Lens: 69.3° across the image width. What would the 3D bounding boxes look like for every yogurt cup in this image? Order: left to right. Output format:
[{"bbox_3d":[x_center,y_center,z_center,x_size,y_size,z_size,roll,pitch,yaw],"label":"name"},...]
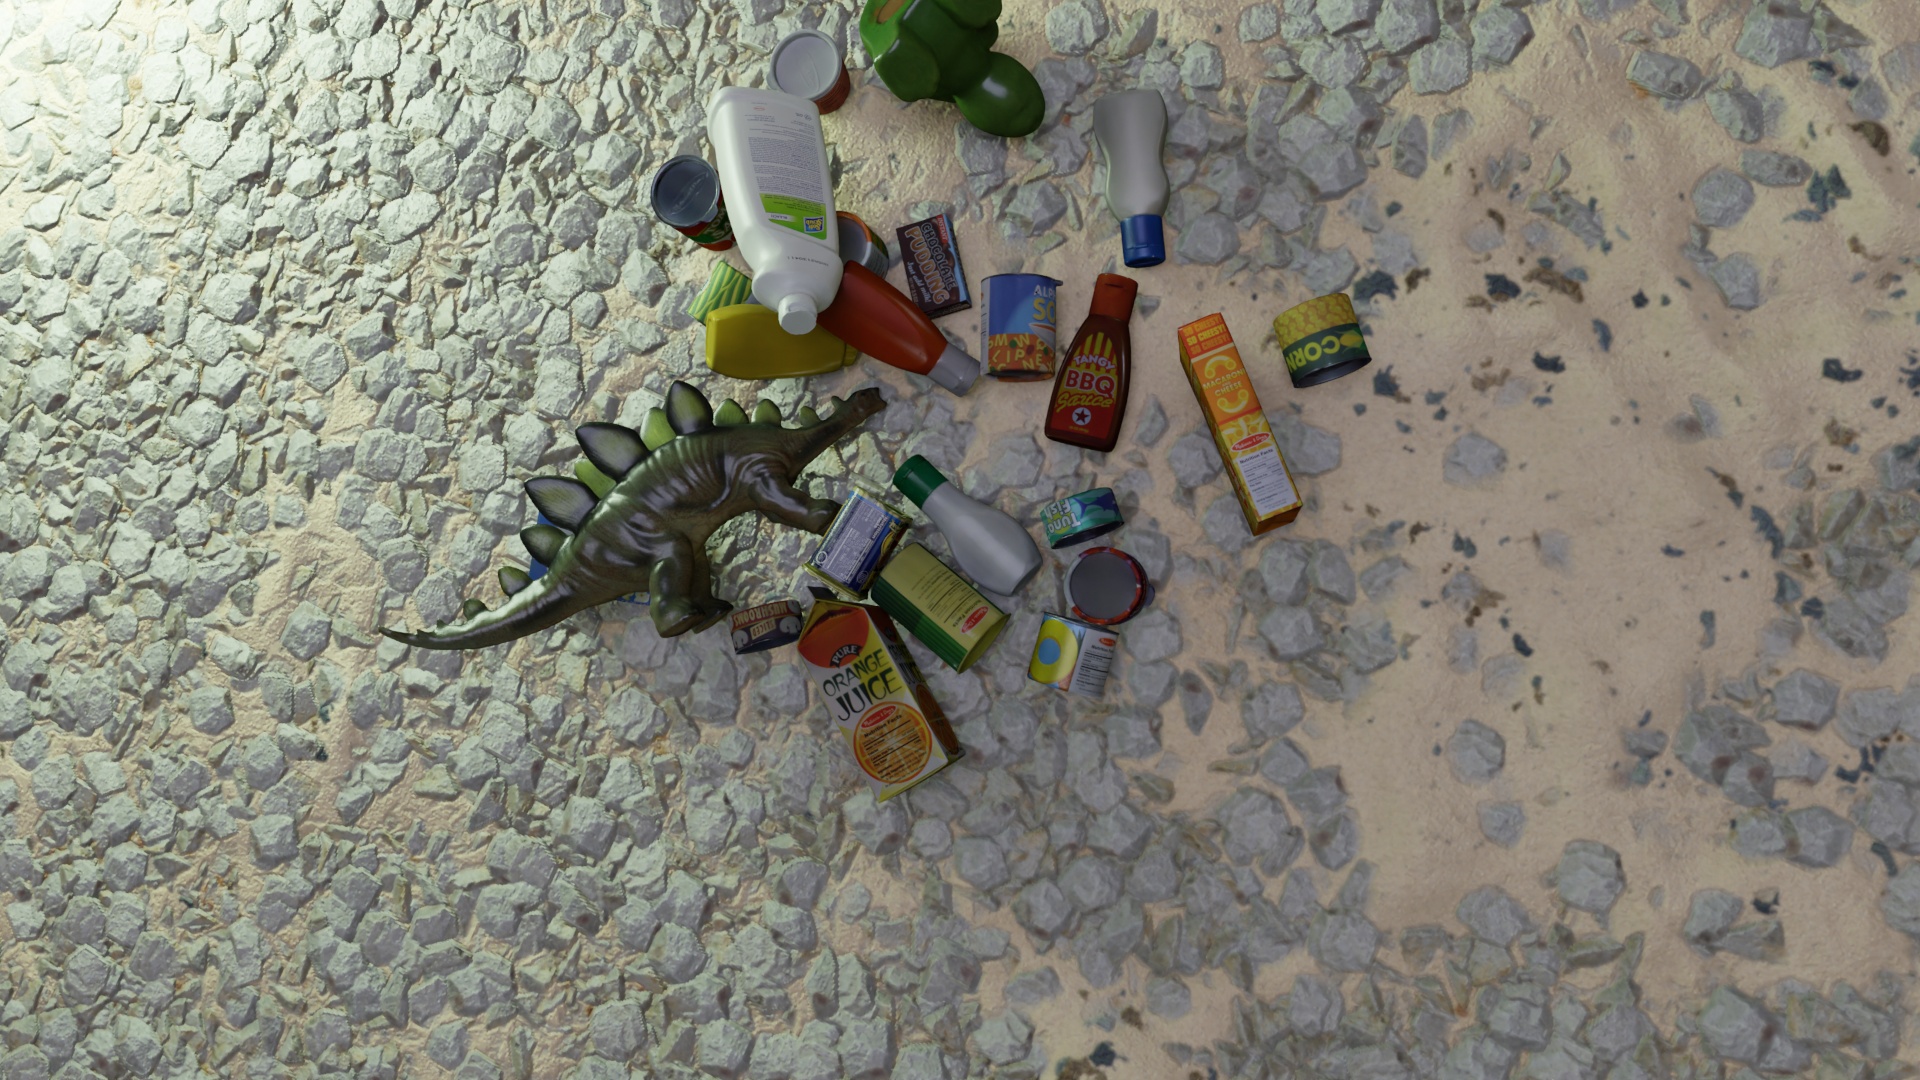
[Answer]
[{"bbox_3d":[-0.134,-0.424,1.267,0.072,0.054,0.072,-1,86,12],"label":"yogurt cup"}]

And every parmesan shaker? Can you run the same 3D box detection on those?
[{"bbox_3d":[-0.017,0.056,1.200,0.103,0.071,0.071,39,95,13],"label":"parmesan shaker"}]

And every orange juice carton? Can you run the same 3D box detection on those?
[{"bbox_3d":[-0.078,0.123,1.203,0.073,0.072,0.193,-31,80,9],"label":"orange juice carton"}]

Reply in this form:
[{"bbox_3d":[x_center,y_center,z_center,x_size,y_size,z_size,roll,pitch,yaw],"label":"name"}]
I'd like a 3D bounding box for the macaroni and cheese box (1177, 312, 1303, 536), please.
[{"bbox_3d":[0.226,-0.091,1.126,0.040,0.123,0.166,-22,81,8],"label":"macaroni and cheese box"}]

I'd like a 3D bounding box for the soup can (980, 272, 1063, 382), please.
[{"bbox_3d":[0.053,-0.183,1.201,0.071,0.071,0.084,0,86,13],"label":"soup can"}]

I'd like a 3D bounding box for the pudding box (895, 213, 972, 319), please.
[{"bbox_3d":[-0.023,-0.243,1.241,0.049,0.030,0.084,-14,83,10],"label":"pudding box"}]

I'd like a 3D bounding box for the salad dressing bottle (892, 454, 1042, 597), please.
[{"bbox_3d":[0.004,-0.015,1.211,0.148,0.044,0.064,43,97,13],"label":"salad dressing bottle"}]

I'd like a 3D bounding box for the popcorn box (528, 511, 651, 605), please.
[{"bbox_3d":[-0.329,0.010,1.285,0.127,0.038,0.085,8,89,13],"label":"popcorn box"}]

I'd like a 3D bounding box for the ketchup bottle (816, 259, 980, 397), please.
[{"bbox_3d":[-0.052,-0.178,1.209,0.149,0.044,0.064,32,121,-12],"label":"ketchup bottle"}]

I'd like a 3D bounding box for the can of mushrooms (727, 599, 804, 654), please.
[{"bbox_3d":[-0.171,0.077,1.228,0.071,0.071,0.033,-17,81,11],"label":"can of mushrooms"}]

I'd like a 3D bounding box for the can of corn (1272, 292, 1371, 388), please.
[{"bbox_3d":[0.296,-0.164,1.144,0.071,0.071,0.058,-18,81,11],"label":"can of corn"}]

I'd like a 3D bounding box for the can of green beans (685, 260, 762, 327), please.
[{"bbox_3d":[-0.206,-0.213,1.261,0.071,0.071,0.058,34,93,13],"label":"can of green beans"}]

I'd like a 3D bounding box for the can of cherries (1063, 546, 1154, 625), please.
[{"bbox_3d":[0.126,0.039,1.171,0.071,0.058,0.071,-1,86,13],"label":"can of cherries"}]

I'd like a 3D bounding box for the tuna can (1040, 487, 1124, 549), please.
[{"bbox_3d":[0.101,-0.019,1.176,0.071,0.071,0.033,-21,81,10],"label":"tuna can"}]

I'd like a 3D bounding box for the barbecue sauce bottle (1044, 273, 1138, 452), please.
[{"bbox_3d":[0.119,-0.154,1.196,0.065,0.043,0.148,14,88,13],"label":"barbecue sauce bottle"}]

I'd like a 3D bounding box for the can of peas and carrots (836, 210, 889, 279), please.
[{"bbox_3d":[-0.105,-0.257,1.246,0.071,0.059,0.071,-1,85,12],"label":"can of peas and carrots"}]

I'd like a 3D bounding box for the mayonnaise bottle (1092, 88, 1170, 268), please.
[{"bbox_3d":[0.152,-0.312,1.203,0.065,0.041,0.148,-6,85,14],"label":"mayonnaise bottle"}]

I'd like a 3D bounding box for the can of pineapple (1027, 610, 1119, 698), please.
[{"bbox_3d":[0.093,0.096,1.171,0.071,0.071,0.058,16,90,13],"label":"can of pineapple"}]

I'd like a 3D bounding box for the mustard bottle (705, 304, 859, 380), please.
[{"bbox_3d":[-0.144,-0.174,1.233,0.160,0.049,0.065,-1,110,-23],"label":"mustard bottle"}]

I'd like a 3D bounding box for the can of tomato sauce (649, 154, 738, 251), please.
[{"bbox_3d":[-0.233,-0.305,1.265,0.071,0.083,0.071,-1,86,12],"label":"can of tomato sauce"}]
